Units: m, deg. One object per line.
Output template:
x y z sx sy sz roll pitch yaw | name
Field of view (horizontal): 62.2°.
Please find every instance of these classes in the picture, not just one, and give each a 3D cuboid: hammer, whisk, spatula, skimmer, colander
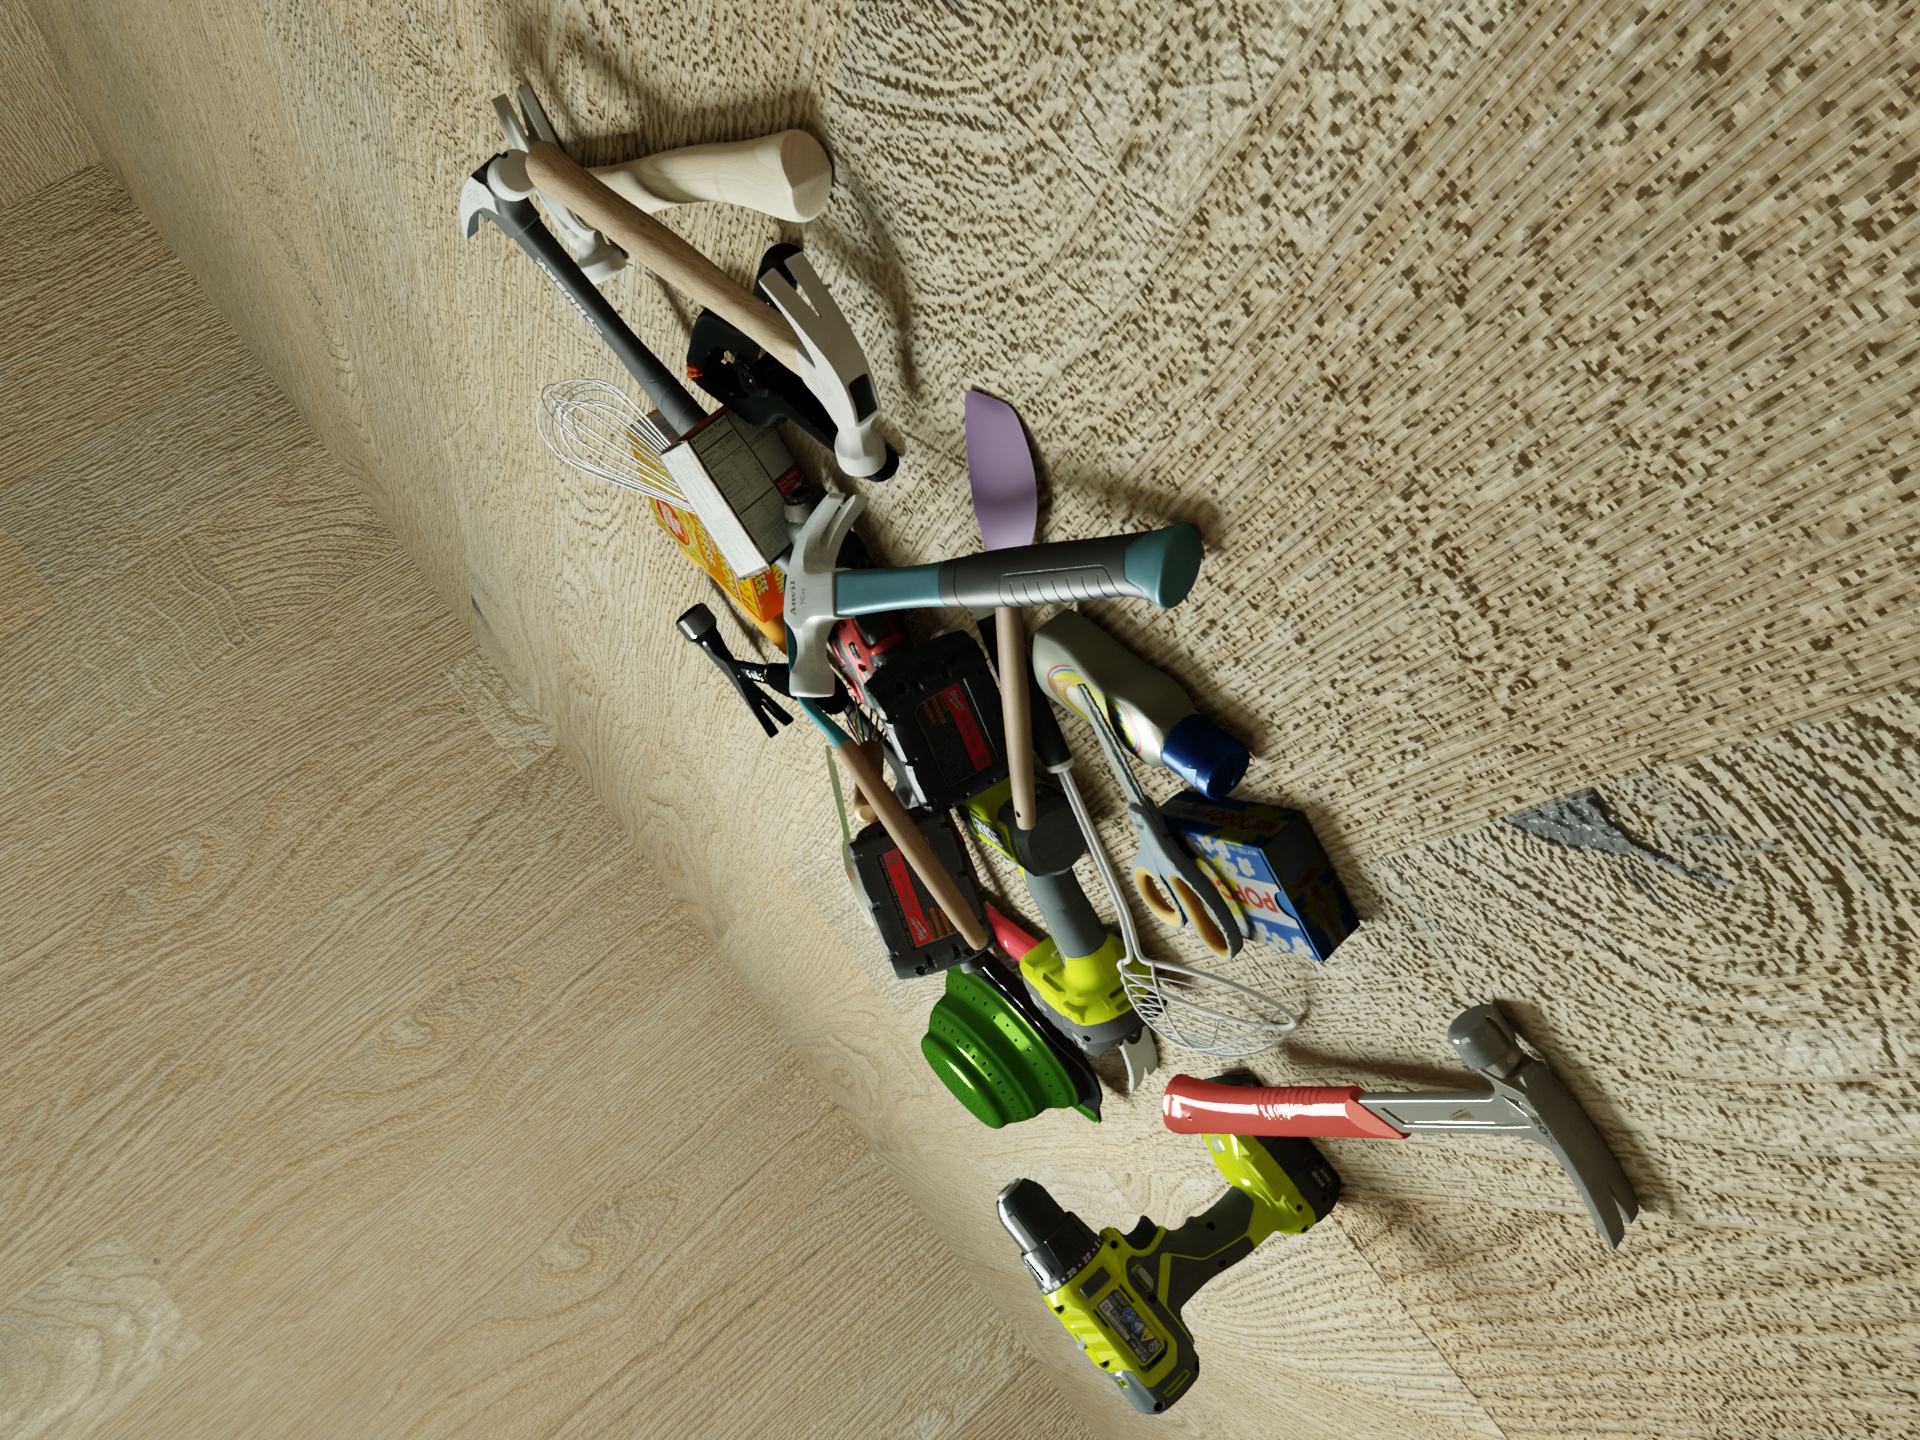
-0.169 -0.282 0.996 0.331 0.031 0.130 40 159 26 | hammer
-0.164 -0.035 1.398 0.149 0.036 0.409 53 168 -15 | hammer
-0.195 -0.168 1.208 0.284 0.070 0.070 33 169 -26 | whisk
-0.058 0.030 1.110 0.318 0.044 0.082 54 172 31 | spatula
-0.199 -0.359 1.034 0.411 0.038 0.146 21 143 55 | hammer
0.004 -0.080 0.928 0.331 0.033 0.128 0 91 47 | hammer
0.114 0.073 1.083 0.127 0.090 0.363 -13 103 62 | skimmer
0.032 0.197 1.469 0.387 0.038 0.143 32 154 45 | hammer
-0.140 -0.060 1.417 0.337 0.034 0.127 47 161 16 | hammer
0.247 0.255 1.008 0.149 0.037 0.359 54 151 -6 | hammer
0.032 -0.055 0.988 0.060 0.018 0.315 32 140 39 | spatula
-0.070 0.019 1.232 0.051 0.047 0.245 55 -168 -21 | whisk
-0.005 0.250 1.447 0.205 0.094 0.396 23 148 55 | colander
-0.248 -0.275 1.201 0.334 0.035 0.146 50 162 -25 | hammer

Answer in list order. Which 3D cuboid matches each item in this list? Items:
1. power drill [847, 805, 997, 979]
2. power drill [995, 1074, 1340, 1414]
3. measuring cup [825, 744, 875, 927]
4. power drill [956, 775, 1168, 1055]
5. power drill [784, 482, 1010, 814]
-0.019 0.133 1.223 0.219 0.078 0.143 42 -152 -85 | power drill
0.156 0.376 1.210 0.190 0.228 0.080 50 160 7 | power drill
-0.080 0.091 1.343 0.083 0.038 0.168 57 -165 -66 | measuring cup
0.066 0.132 1.226 0.171 0.080 0.223 31 148 62 | power drill
-0.053 -0.057 1.123 0.227 0.080 0.187 50 166 54 | power drill
